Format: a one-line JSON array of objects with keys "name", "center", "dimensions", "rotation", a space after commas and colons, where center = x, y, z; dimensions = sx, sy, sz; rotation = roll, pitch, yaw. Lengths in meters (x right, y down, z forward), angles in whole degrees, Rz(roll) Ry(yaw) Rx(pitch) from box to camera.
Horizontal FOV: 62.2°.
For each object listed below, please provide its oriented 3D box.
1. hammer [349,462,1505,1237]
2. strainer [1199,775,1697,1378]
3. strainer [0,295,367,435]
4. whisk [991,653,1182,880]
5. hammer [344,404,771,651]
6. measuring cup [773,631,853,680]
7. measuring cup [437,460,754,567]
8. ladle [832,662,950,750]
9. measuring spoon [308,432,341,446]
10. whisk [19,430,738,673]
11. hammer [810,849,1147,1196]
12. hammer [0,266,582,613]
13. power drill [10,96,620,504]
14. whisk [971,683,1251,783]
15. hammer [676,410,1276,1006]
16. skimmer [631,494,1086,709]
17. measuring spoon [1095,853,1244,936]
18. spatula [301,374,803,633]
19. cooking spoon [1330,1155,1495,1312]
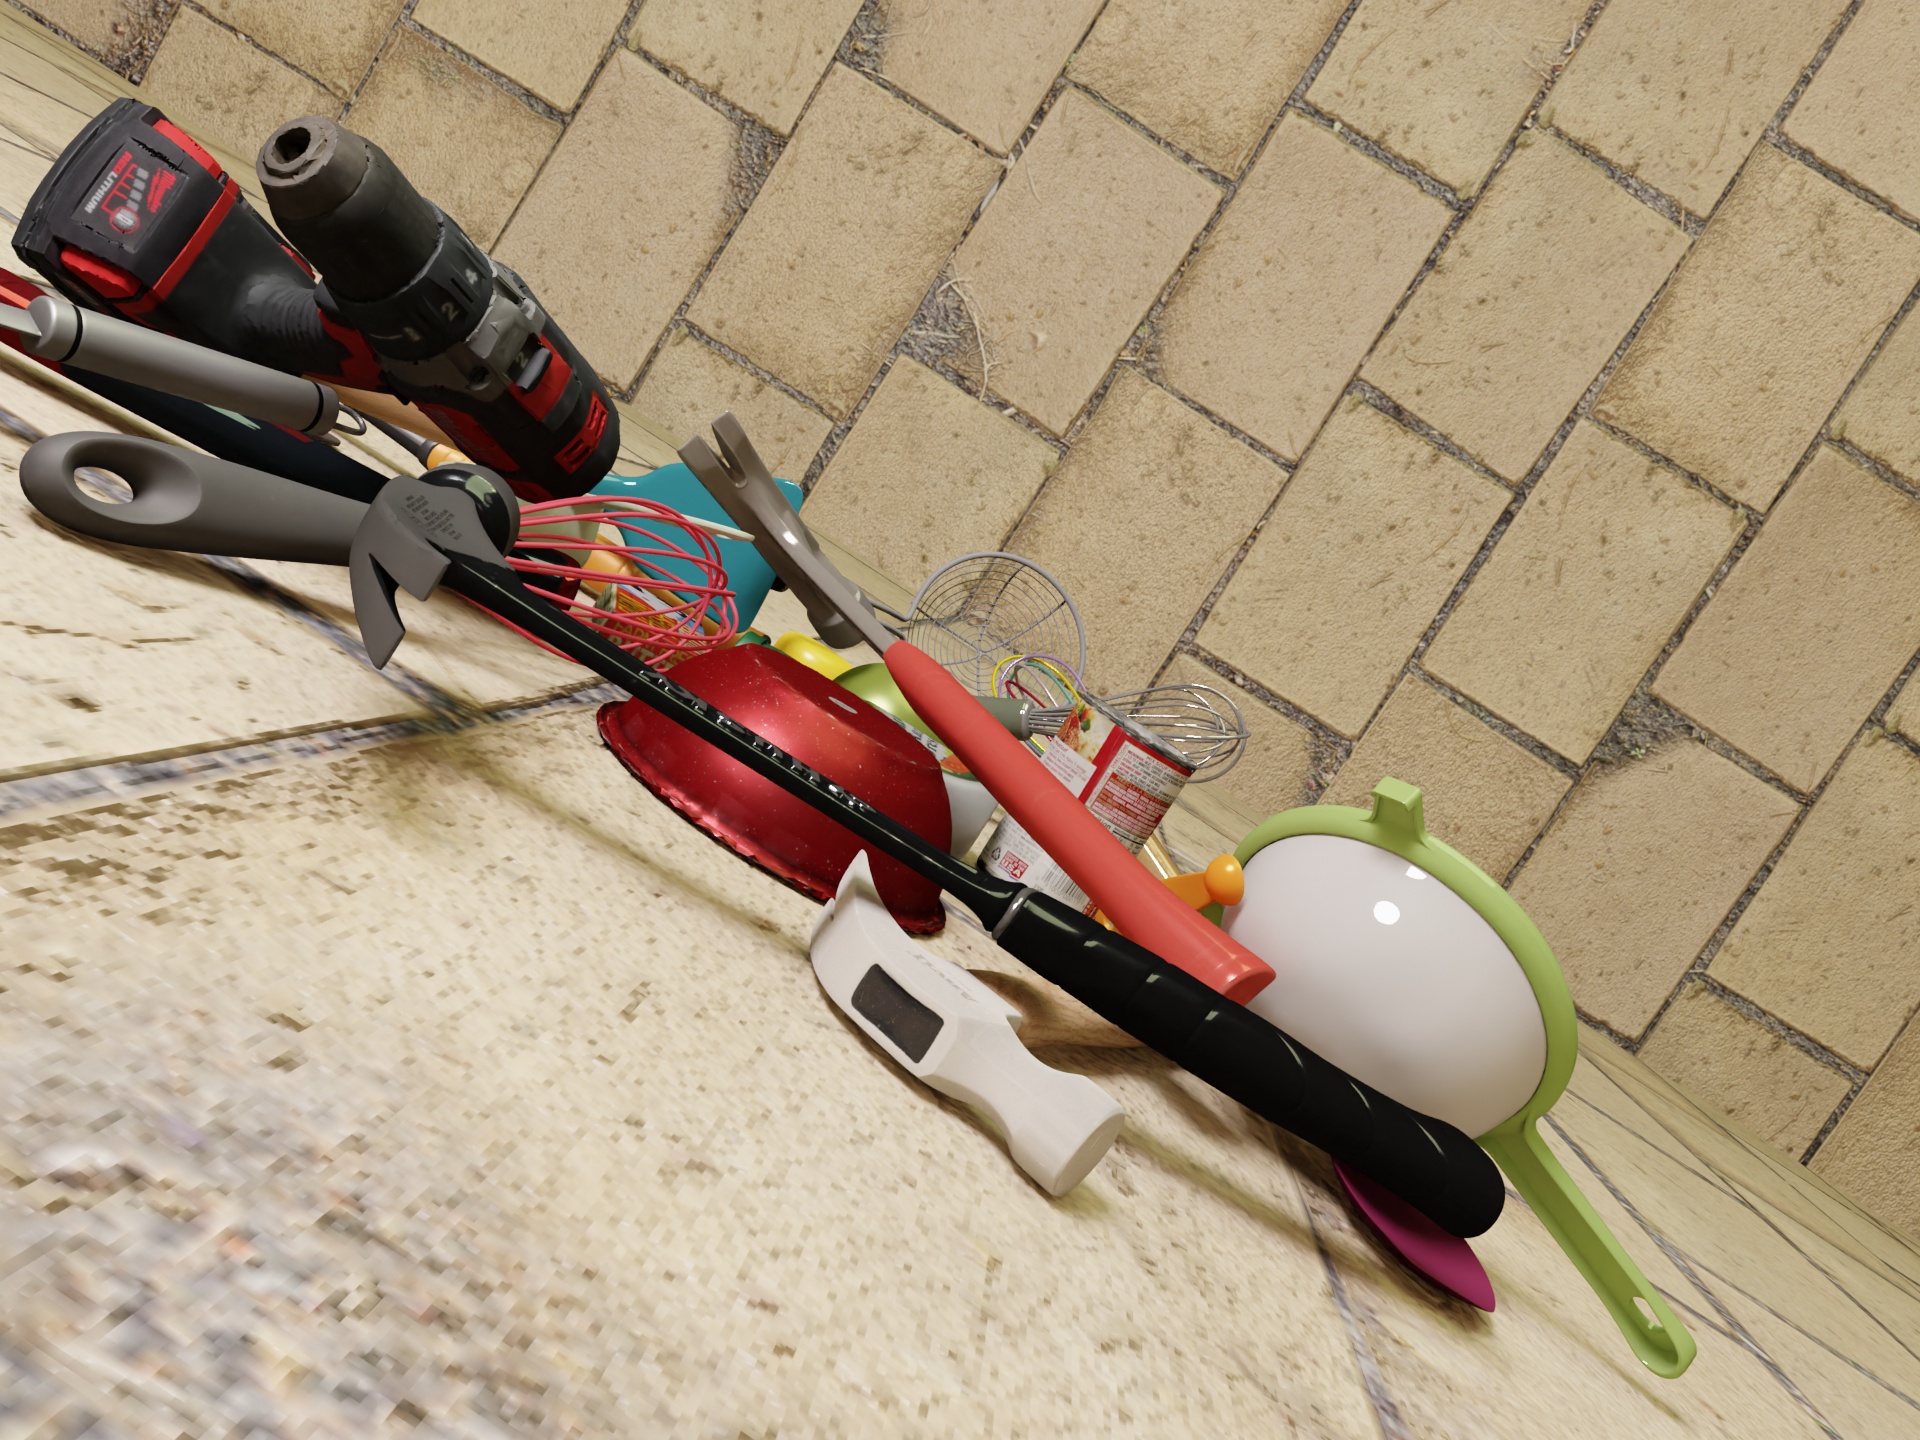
[{"name": "hammer", "center": [0.003, 0.050, 0.479], "dimensions": [0.408, 0.036, 0.149], "rotation": [33, 7, -12]}, {"name": "strainer", "center": [0.178, 0.153, 0.595], "dimensions": [0.256, 0.069, 0.151], "rotation": [53, -34, 4]}, {"name": "strainer", "center": [-0.291, -0.121, 0.493], "dimensions": [0.087, 0.050, 0.258], "rotation": [52, 20, 24]}, {"name": "whisk", "center": [0.087, 0.051, 0.957], "dimensions": [0.047, 0.051, 0.245], "rotation": [7, 42, -48]}, {"name": "hammer", "center": [-0.247, -0.122, 0.831], "dimensions": [0.337, 0.034, 0.127], "rotation": [33, -1, -6]}, {"name": "measuring cup", "center": [-0.090, -0.028, 0.935], "dimensions": [0.062, 0.029, 0.156], "rotation": [32, 4, -5]}, {"name": "measuring cup", "center": [-0.166, -0.081, 0.713], "dimensions": [0.168, 0.038, 0.083], "rotation": [13, -3, 25]}, {"name": "ladle", "center": [0.024, 0.048, 0.941], "dimensions": [0.078, 0.062, 0.319], "rotation": [31, -3, 40]}, {"name": "measuring spoon", "center": [-0.345, -0.161, 0.754], "dimensions": [0.034, 0.018, 0.124], "rotation": [37, 7, 37]}, {"name": "whisk", "center": [-0.181, -0.060, 0.563], "dimensions": [0.073, 0.073, 0.295], "rotation": [36, 15, 28]}, {"name": "hammer", "center": [0.049, 0.106, 0.592], "dimensions": [0.130, 0.031, 0.331], "rotation": [36, 7, 25]}, {"name": "hammer", "center": [-0.311, -0.127, 0.571], "dimensions": [0.386, 0.038, 0.143], "rotation": [30, 8, -28]}, {"name": "power drill", "center": [-0.257, -0.172, 0.616], "dimensions": [0.227, 0.080, 0.187], "rotation": [21, -15, 23]}, {"name": "whisk", "center": [0.048, 0.000, 0.939], "dimensions": [0.246, 0.058, 0.059], "rotation": [5, 7, 18]}, {"name": "hammer", "center": [-0.001, -0.002, 0.664], "dimensions": [0.359, 0.037, 0.149], "rotation": [46, -6, 42]}, {"name": "skimmer", "center": [-0.047, -0.074, 0.958], "dimensions": [0.090, 0.127, 0.363], "rotation": [4, -8, 33]}, {"name": "measuring spoon", "center": [0.079, 0.074, 0.640], "dimensions": [0.011, 0.021, 0.117], "rotation": [-4, -14, -24]}, {"name": "spatula", "center": [-0.235, -0.138, 0.770], "dimensions": [0.317, 0.082, 0.044], "rotation": [22, 5, -20]}, {"name": "cooking spoon", "center": [0.156, 0.169, 0.704], "dimensions": [0.068, 0.017, 0.319], "rotation": [34, 6, -10]}]
